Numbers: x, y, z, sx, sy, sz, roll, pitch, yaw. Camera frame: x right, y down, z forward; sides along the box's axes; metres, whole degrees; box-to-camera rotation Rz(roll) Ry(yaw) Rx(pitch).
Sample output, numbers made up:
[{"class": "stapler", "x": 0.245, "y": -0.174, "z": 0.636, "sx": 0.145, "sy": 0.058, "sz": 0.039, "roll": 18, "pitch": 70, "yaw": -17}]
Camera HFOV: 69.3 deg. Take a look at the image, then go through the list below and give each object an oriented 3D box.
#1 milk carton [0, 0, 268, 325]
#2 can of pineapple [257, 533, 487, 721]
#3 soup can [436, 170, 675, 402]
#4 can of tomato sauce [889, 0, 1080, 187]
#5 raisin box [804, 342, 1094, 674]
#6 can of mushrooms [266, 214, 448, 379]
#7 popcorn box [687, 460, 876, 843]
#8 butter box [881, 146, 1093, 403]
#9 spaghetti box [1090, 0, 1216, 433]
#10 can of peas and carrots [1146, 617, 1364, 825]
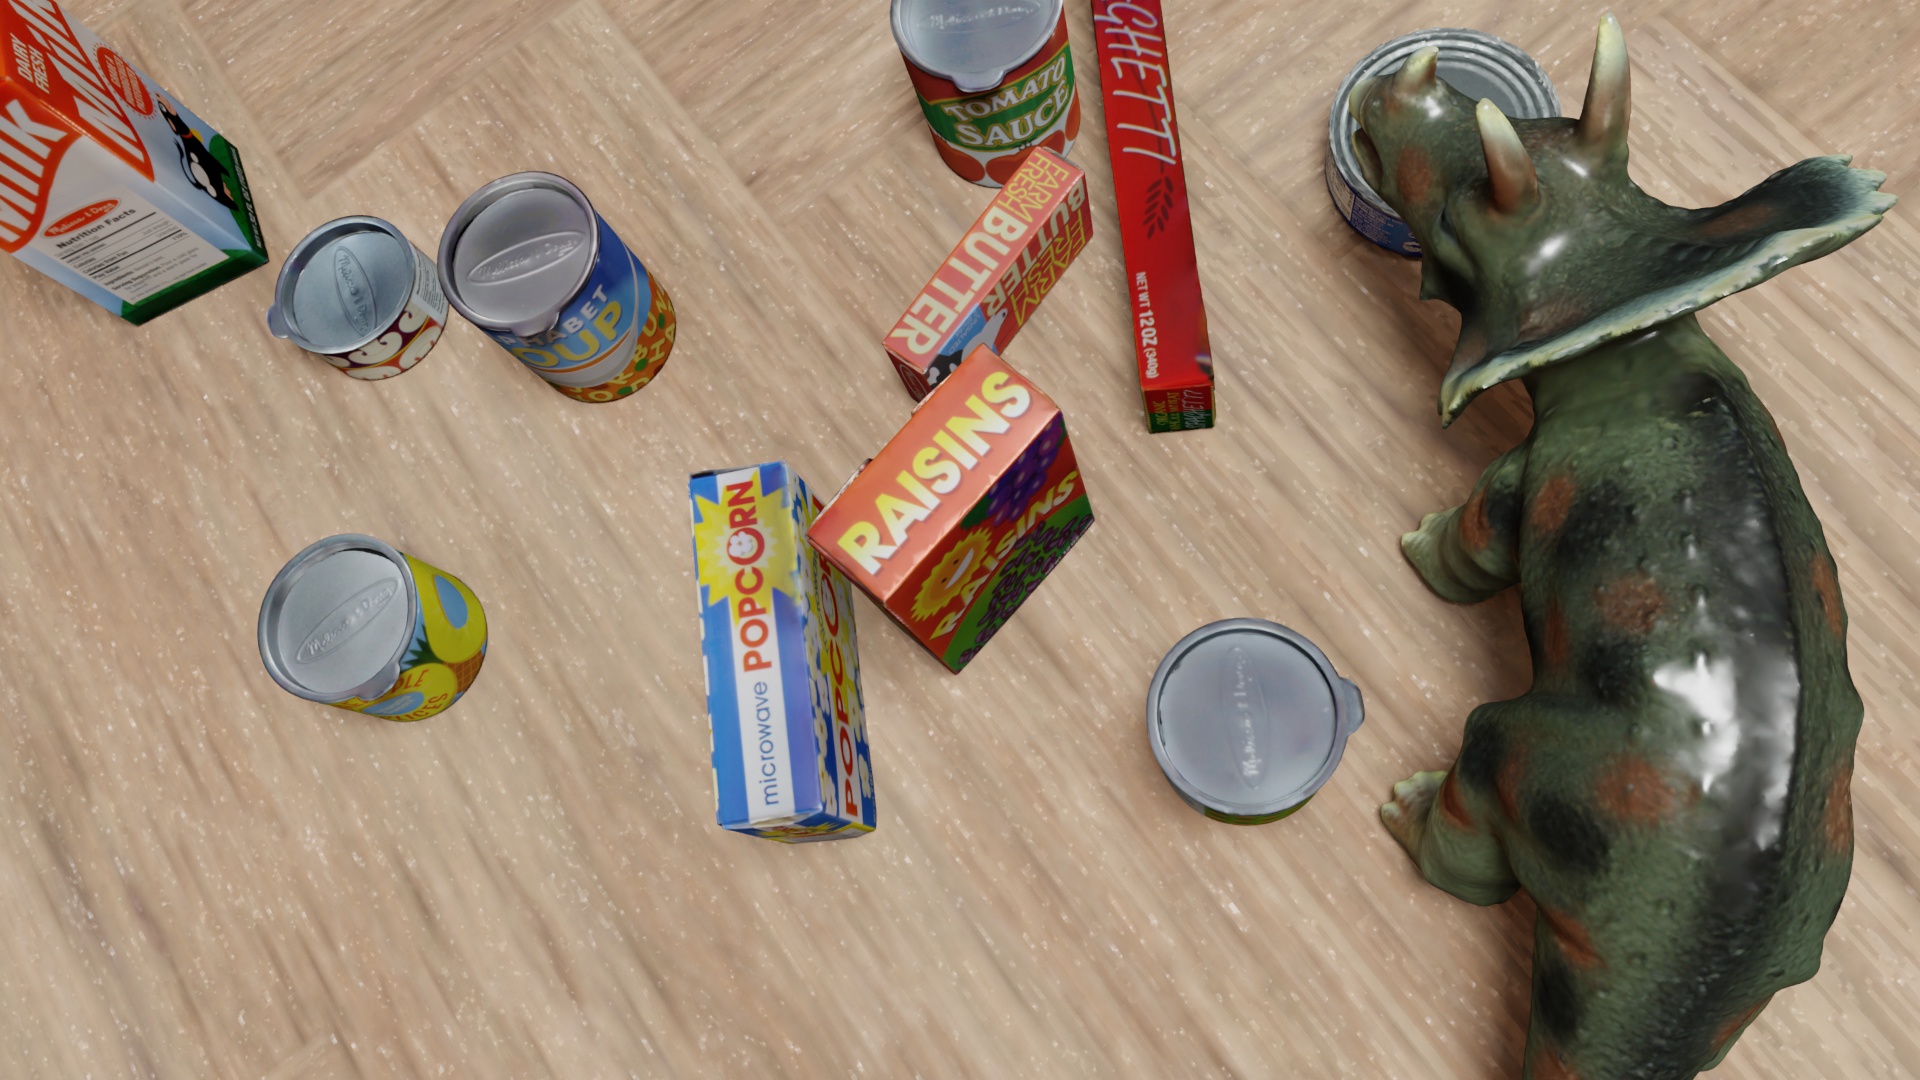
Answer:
[{"class": "milk carton", "x": -0.384, "y": -0.170, "z": 0.572, "sx": 0.073, "sy": 0.190, "sz": 0.072, "roll": -25, "pitch": 72, "yaw": 3}, {"class": "can of pineapple", "x": -0.232, "y": 0.038, "z": 0.554, "sx": 0.071, "sy": 0.057, "sz": 0.071, "roll": -3, "pitch": 74, "yaw": 10}, {"class": "soup can", "x": -0.161, "y": -0.098, "z": 0.567, "sx": 0.071, "sy": 0.083, "sz": 0.071, "roll": -3, "pitch": 74, "yaw": 10}, {"class": "can of tomato sauce", "x": 0.013, "y": -0.190, "z": 0.562, "sx": 0.071, "sy": 0.083, "sz": 0.071, "roll": -3, "pitch": 74, "yaw": 10}, {"class": "raisin box", "x": 0.002, "y": -0.006, "z": 0.490, "sx": 0.040, "sy": 0.123, "sz": 0.086, "roll": 41, "pitch": 85, "yaw": 18}, {"class": "can of mushrooms", "x": -0.266, "y": -0.106, "z": 0.614, "sx": 0.071, "sy": 0.033, "sz": 0.071, "roll": -3, "pitch": 74, "yaw": 10}, {"class": "popcorn box", "x": -0.064, "y": 0.044, "z": 0.507, "sx": 0.038, "sy": 0.085, "sz": 0.127, "roll": -11, "pitch": 73, "yaw": 7}, {"class": "butter box", "x": 0.013, "y": -0.101, "z": 0.552, "sx": 0.024, "sy": 0.053, "sz": 0.103, "roll": 35, "pitch": 83, "yaw": 17}, {"class": "spaghetti box", "x": 0.074, "y": -0.167, "z": 0.562, "sx": 0.029, "sy": 0.050, "sz": 0.250, "roll": -7, "pitch": 73, "yaw": 8}, {"class": "can of peas and carrots", "x": 0.102, "y": 0.064, "z": 0.485, "sx": 0.071, "sy": 0.058, "sz": 0.071, "roll": -3, "pitch": 74, "yaw": 10}]
